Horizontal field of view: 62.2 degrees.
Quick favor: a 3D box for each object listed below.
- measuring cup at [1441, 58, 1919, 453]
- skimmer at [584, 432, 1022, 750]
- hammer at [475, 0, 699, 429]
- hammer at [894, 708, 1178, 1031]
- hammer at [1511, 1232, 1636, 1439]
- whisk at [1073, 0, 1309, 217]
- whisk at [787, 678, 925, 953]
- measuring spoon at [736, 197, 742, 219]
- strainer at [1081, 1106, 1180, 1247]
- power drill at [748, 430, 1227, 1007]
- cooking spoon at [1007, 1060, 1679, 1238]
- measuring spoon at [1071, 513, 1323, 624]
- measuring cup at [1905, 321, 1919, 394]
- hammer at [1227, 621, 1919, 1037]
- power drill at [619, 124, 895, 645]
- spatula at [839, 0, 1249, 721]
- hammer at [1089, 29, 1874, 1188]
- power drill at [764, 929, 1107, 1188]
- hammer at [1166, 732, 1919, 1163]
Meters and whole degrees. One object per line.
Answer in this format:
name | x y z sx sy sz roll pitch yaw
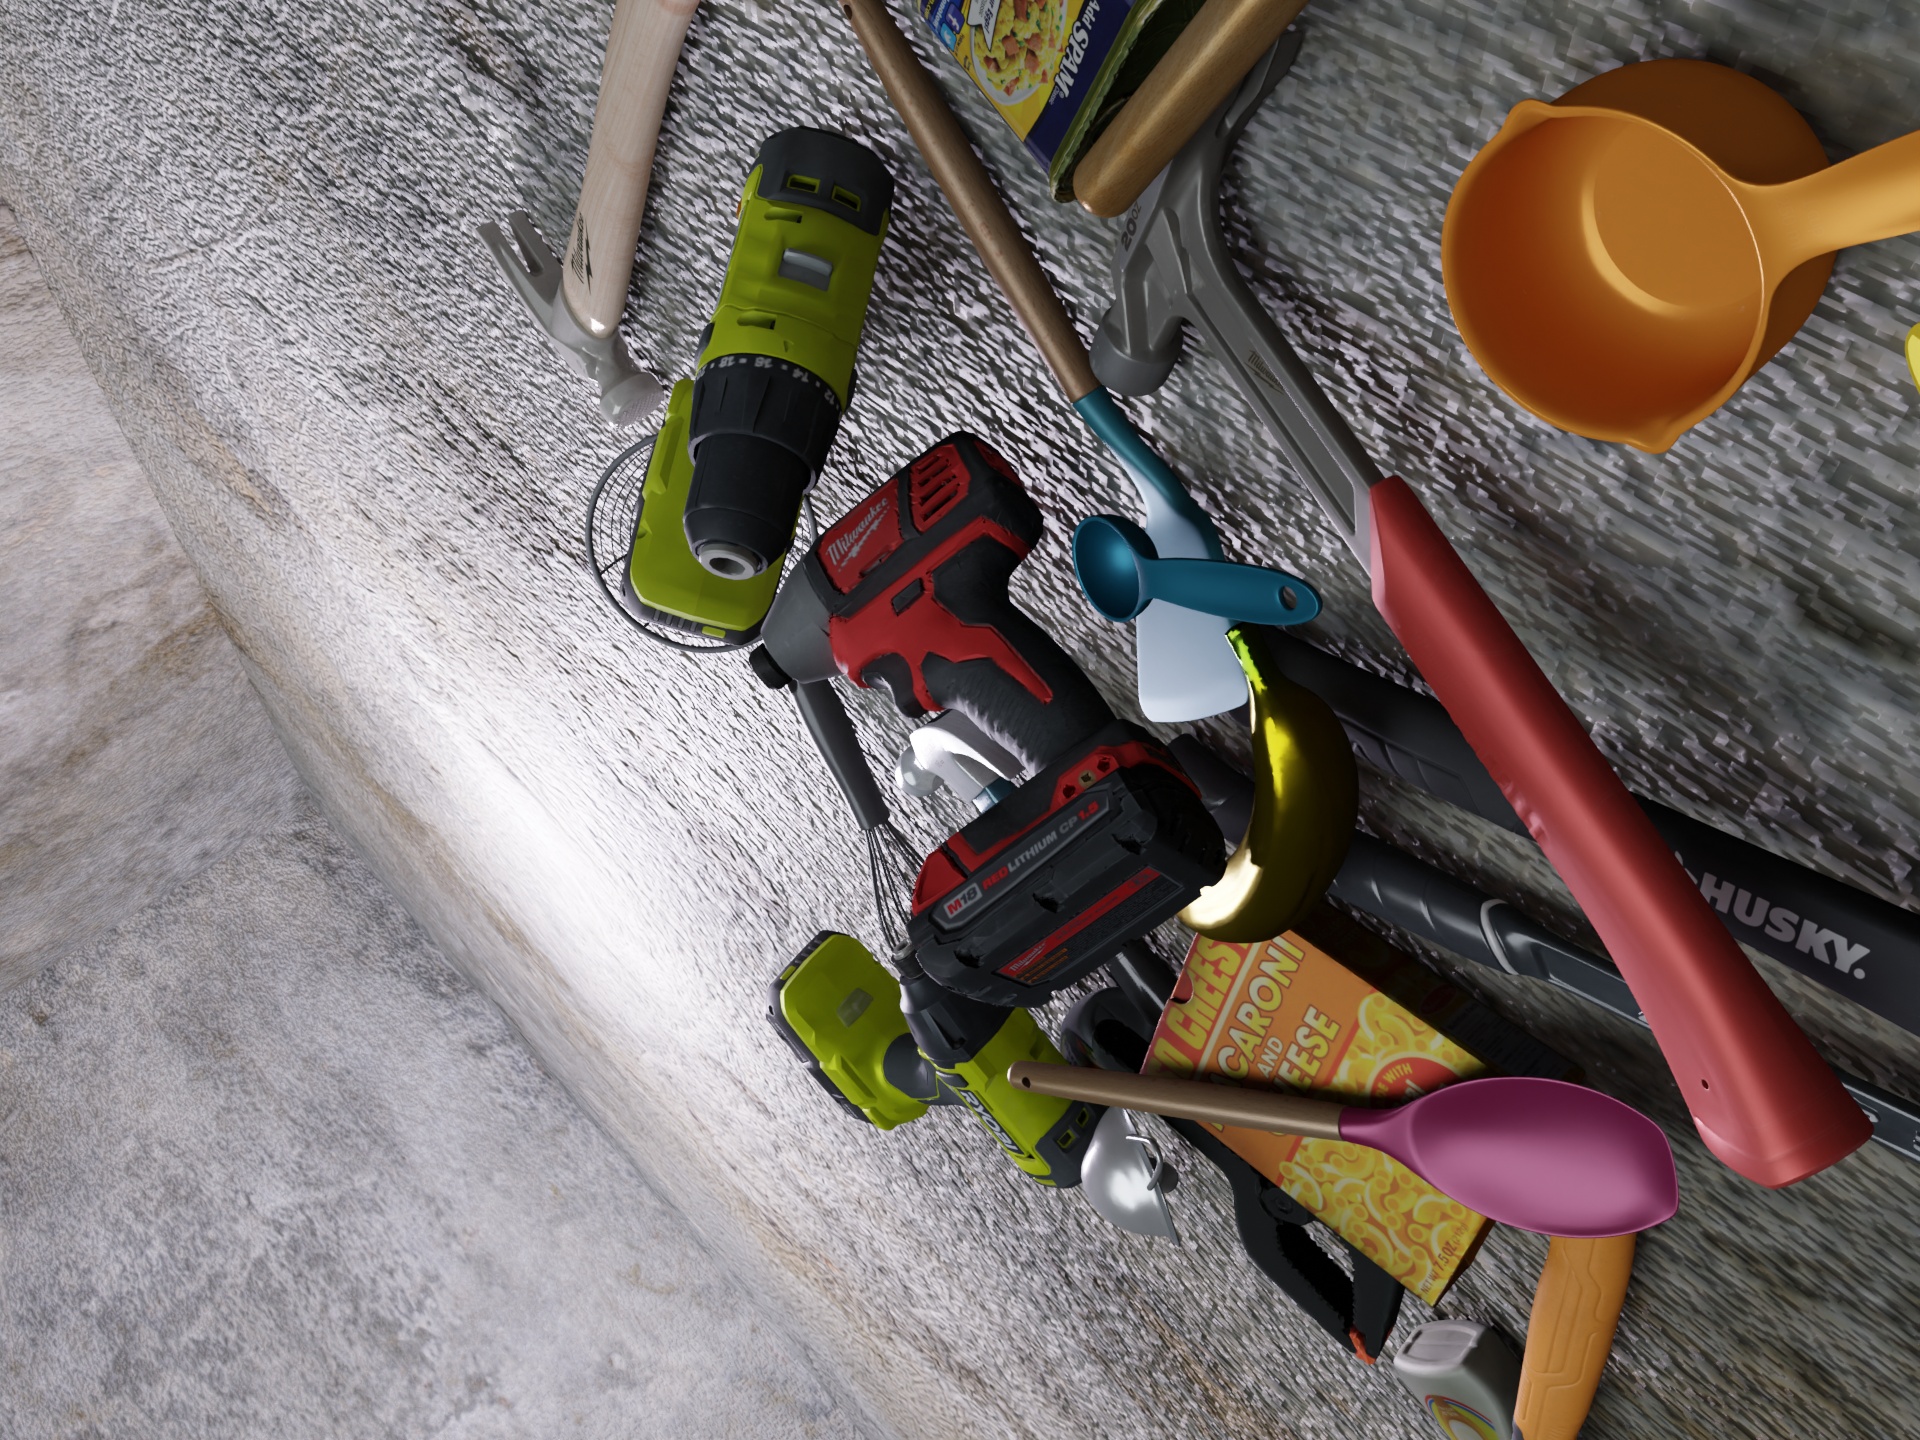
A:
measuring cup | 0.197 -0.123 0.370 0.174 0.052 0.095 -4 118 57
skimmer | -0.047 -0.037 0.821 0.364 0.090 0.127 33 107 29
hammer | -0.168 -0.296 0.772 0.146 0.038 0.410 54 153 3
hammer | 0.088 0.125 0.862 0.331 0.033 0.128 50 154 6
hammer | 0.280 0.325 0.736 0.127 0.034 0.336 19 130 32
whisk | 0.096 -0.205 0.399 0.047 0.051 0.245 59 145 5
whisk | -0.056 0.062 1.011 0.055 0.055 0.239 -1 117 59
measuring spoon | -0.087 -0.200 0.780 0.021 0.011 0.116 23 141 46
strainer | 0.103 0.259 0.900 0.258 0.050 0.087 53 -167 -69
power drill | -0.001 -0.002 0.645 0.078 0.143 0.220 33 -155 -55
cooking spoon | 0.145 0.171 0.689 0.319 0.017 0.068 -3 106 42
measuring spoon | 0.086 -0.052 0.565 0.129 0.021 0.042 18 126 54
measuring cup | 0.282 -0.036 0.376 0.157 0.029 0.062 60 154 14
hammer | 0.207 0.027 0.522 0.335 0.035 0.146 32 125 46
power drill | -0.096 -0.120 0.707 0.080 0.191 0.228 15 158 -13
spatula | 0.029 -0.146 0.622 0.317 0.044 0.082 59 158 -7
hammer | 0.155 -0.031 0.484 0.359 0.036 0.149 60 157 17
power drill | -0.024 0.192 0.965 0.171 0.080 0.223 52 153 -17
hammer | 0.225 0.093 0.601 0.409 0.036 0.149 27 144 43
